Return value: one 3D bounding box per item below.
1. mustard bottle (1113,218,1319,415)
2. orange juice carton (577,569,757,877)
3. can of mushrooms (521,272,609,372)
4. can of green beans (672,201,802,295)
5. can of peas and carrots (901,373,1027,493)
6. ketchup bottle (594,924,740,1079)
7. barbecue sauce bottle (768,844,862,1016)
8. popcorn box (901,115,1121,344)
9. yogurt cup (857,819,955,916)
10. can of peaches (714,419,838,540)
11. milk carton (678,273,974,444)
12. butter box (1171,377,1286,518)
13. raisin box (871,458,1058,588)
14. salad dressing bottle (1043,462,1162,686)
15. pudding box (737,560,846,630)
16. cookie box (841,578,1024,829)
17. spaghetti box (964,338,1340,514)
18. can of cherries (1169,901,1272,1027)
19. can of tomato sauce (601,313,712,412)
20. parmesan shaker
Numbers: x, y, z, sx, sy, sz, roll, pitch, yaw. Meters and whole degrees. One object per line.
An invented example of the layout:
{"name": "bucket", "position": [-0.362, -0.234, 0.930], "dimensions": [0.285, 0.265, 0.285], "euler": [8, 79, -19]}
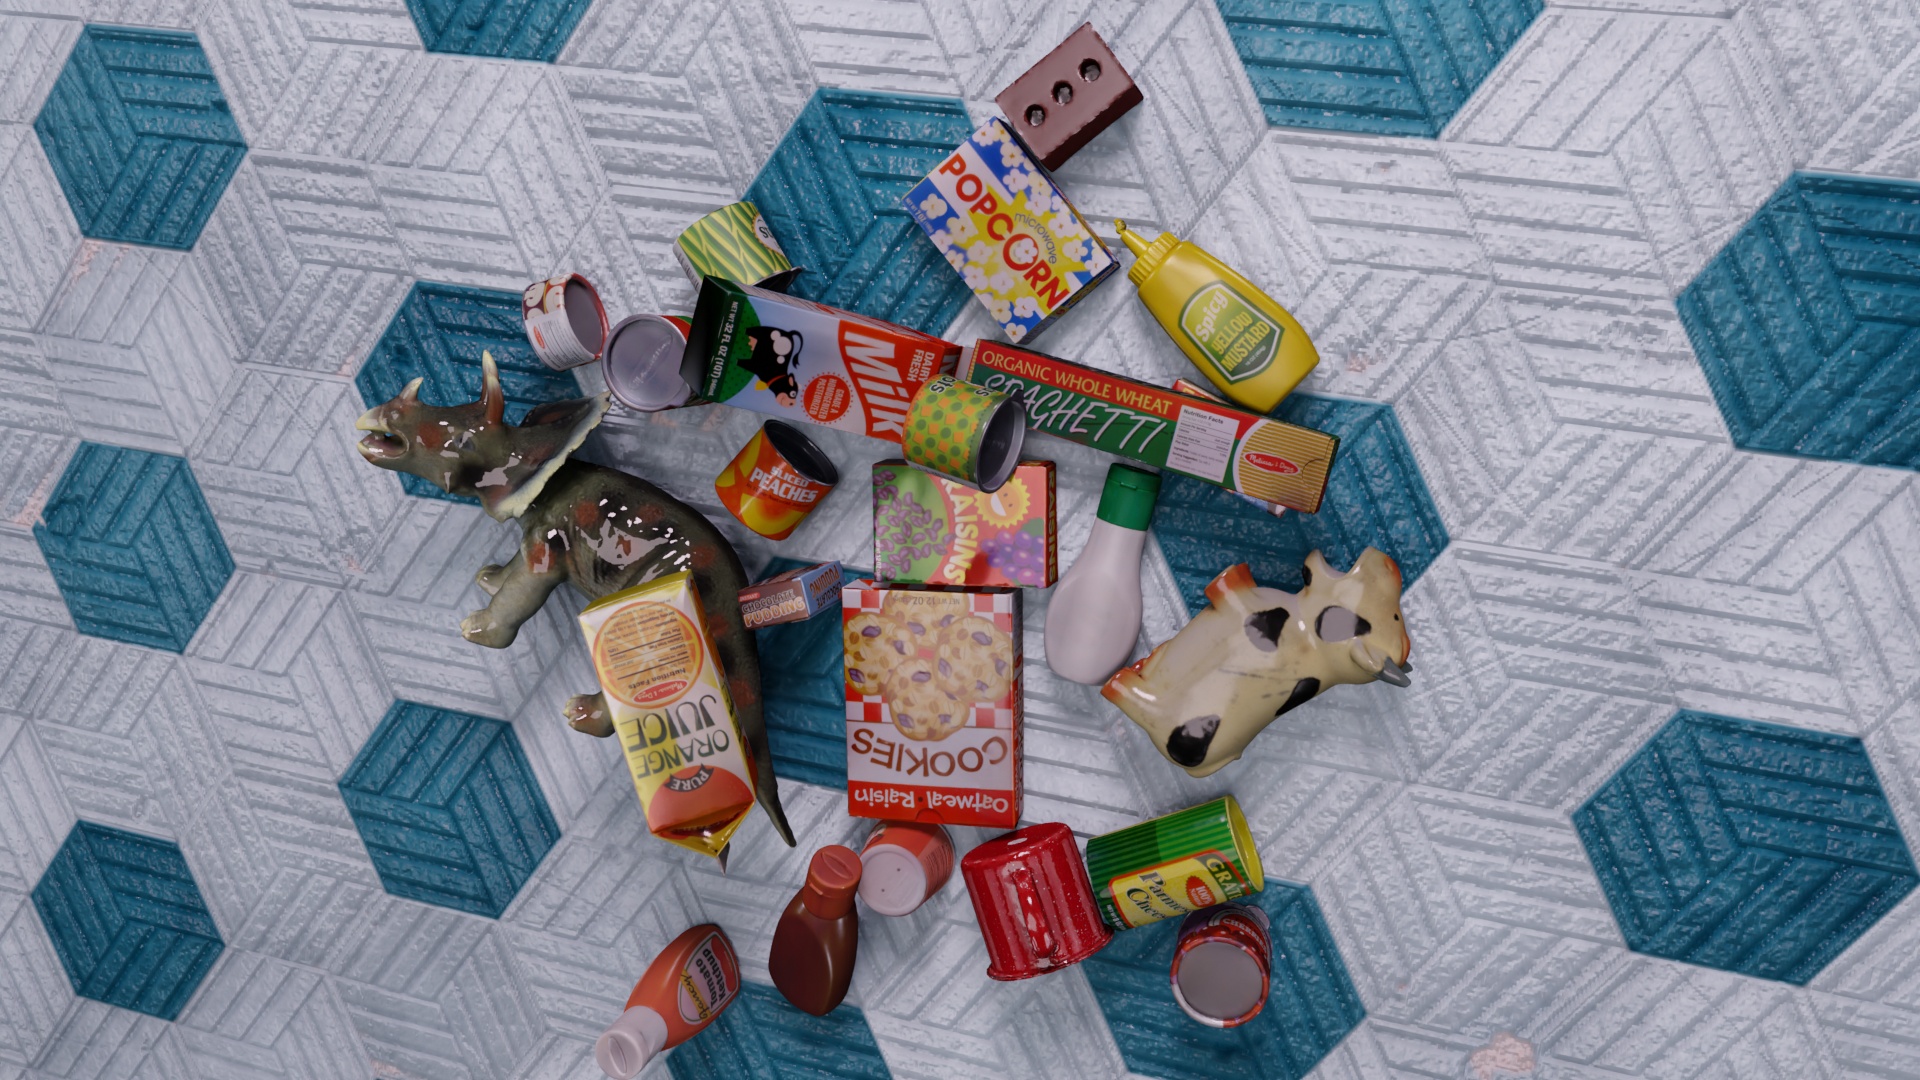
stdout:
{"name": "mustard bottle", "position": [0.155, -0.151, 0.893], "dimensions": [0.160, 0.049, 0.065], "euler": [43, 104, 5]}
{"name": "orange juice carton", "position": [-0.183, 0.123, 0.912], "dimensions": [0.073, 0.072, 0.192], "euler": [-18, 97, -7]}
{"name": "can of mushrooms", "position": [-0.282, -0.158, 0.996], "dimensions": [0.033, 0.071, 0.071], "euler": [-14, 94, 14]}
{"name": "can of green beans", "position": [-0.156, -0.192, 0.958], "dimensions": [0.071, 0.071, 0.058], "euler": [-31, 89, 16]}
{"name": "can of peas and carrots", "position": [0.003, -0.072, 0.903], "dimensions": [0.059, 0.071, 0.070], "euler": [20, 103, 24]}
{"name": "ketchup bottle", "position": [-0.211, 0.335, 1.003], "dimensions": [0.043, 0.149, 0.064], "euler": [-19, 93, 18]}
{"name": "barbecue sauce bottle", "position": [-0.100, 0.275, 0.988], "dimensions": [0.065, 0.044, 0.147], "euler": [36, 134, 23]}
{"name": "popcorn box", "position": [0.033, -0.205, 0.922], "dimensions": [0.085, 0.038, 0.126], "euler": [-39, 87, 16]}
{"name": "yogurt cup", "position": [-0.043, 0.233, 0.995], "dimensions": [0.072, 0.054, 0.072], "euler": [2, 99, 14]}
{"name": "can of peaches", "position": [-0.129, -0.041, 0.970], "dimensions": [0.071, 0.071, 0.058], "euler": [45, 107, 4]}
{"name": "milk carton", "position": [-0.080, -0.114, 0.921], "dimensions": [0.191, 0.073, 0.072], "euler": [10, 104, -26]}
{"name": "butter box", "position": [0.177, -0.062, 0.913], "dimensions": [0.103, 0.024, 0.053], "euler": [28, 104, 9]}
{"name": "raisin box", "position": [0.003, -0.012, 0.957], "dimensions": [0.123, 0.040, 0.086], "euler": [1, 97, 15]}
{"name": "salad dressing bottle", "position": [0.099, 0.023, 0.936], "dimensions": [0.064, 0.044, 0.147], "euler": [18, 101, 14]}
{"name": "pudding box", "position": [-0.116, 0.038, 0.970], "dimensions": [0.049, 0.084, 0.030], "euler": [-12, 95, 16]}
{"name": "cookie box", "position": [-0.019, 0.114, 0.979], "dimensions": [0.123, 0.040, 0.167], "euler": [1, 98, 14]}
{"name": "spaghetti box", "position": [0.117, -0.077, 0.898], "dimensions": [0.250, 0.029, 0.050], "euler": [19, 102, 24]}
{"name": "can of cherries", "position": [0.179, 0.286, 0.944], "dimensions": [0.071, 0.058, 0.071], "euler": [2, 99, 14]}
{"name": "can of tomato sauce", "position": [-0.199, -0.124, 0.969], "dimensions": [0.071, 0.083, 0.071], "euler": [2, 99, 14]}
{"name": "parmesan shaker", "position": [0.146, 0.221, 0.941], "dimensions": [0.103, 0.071, 0.071], "euler": [-22, 92, 16]}
